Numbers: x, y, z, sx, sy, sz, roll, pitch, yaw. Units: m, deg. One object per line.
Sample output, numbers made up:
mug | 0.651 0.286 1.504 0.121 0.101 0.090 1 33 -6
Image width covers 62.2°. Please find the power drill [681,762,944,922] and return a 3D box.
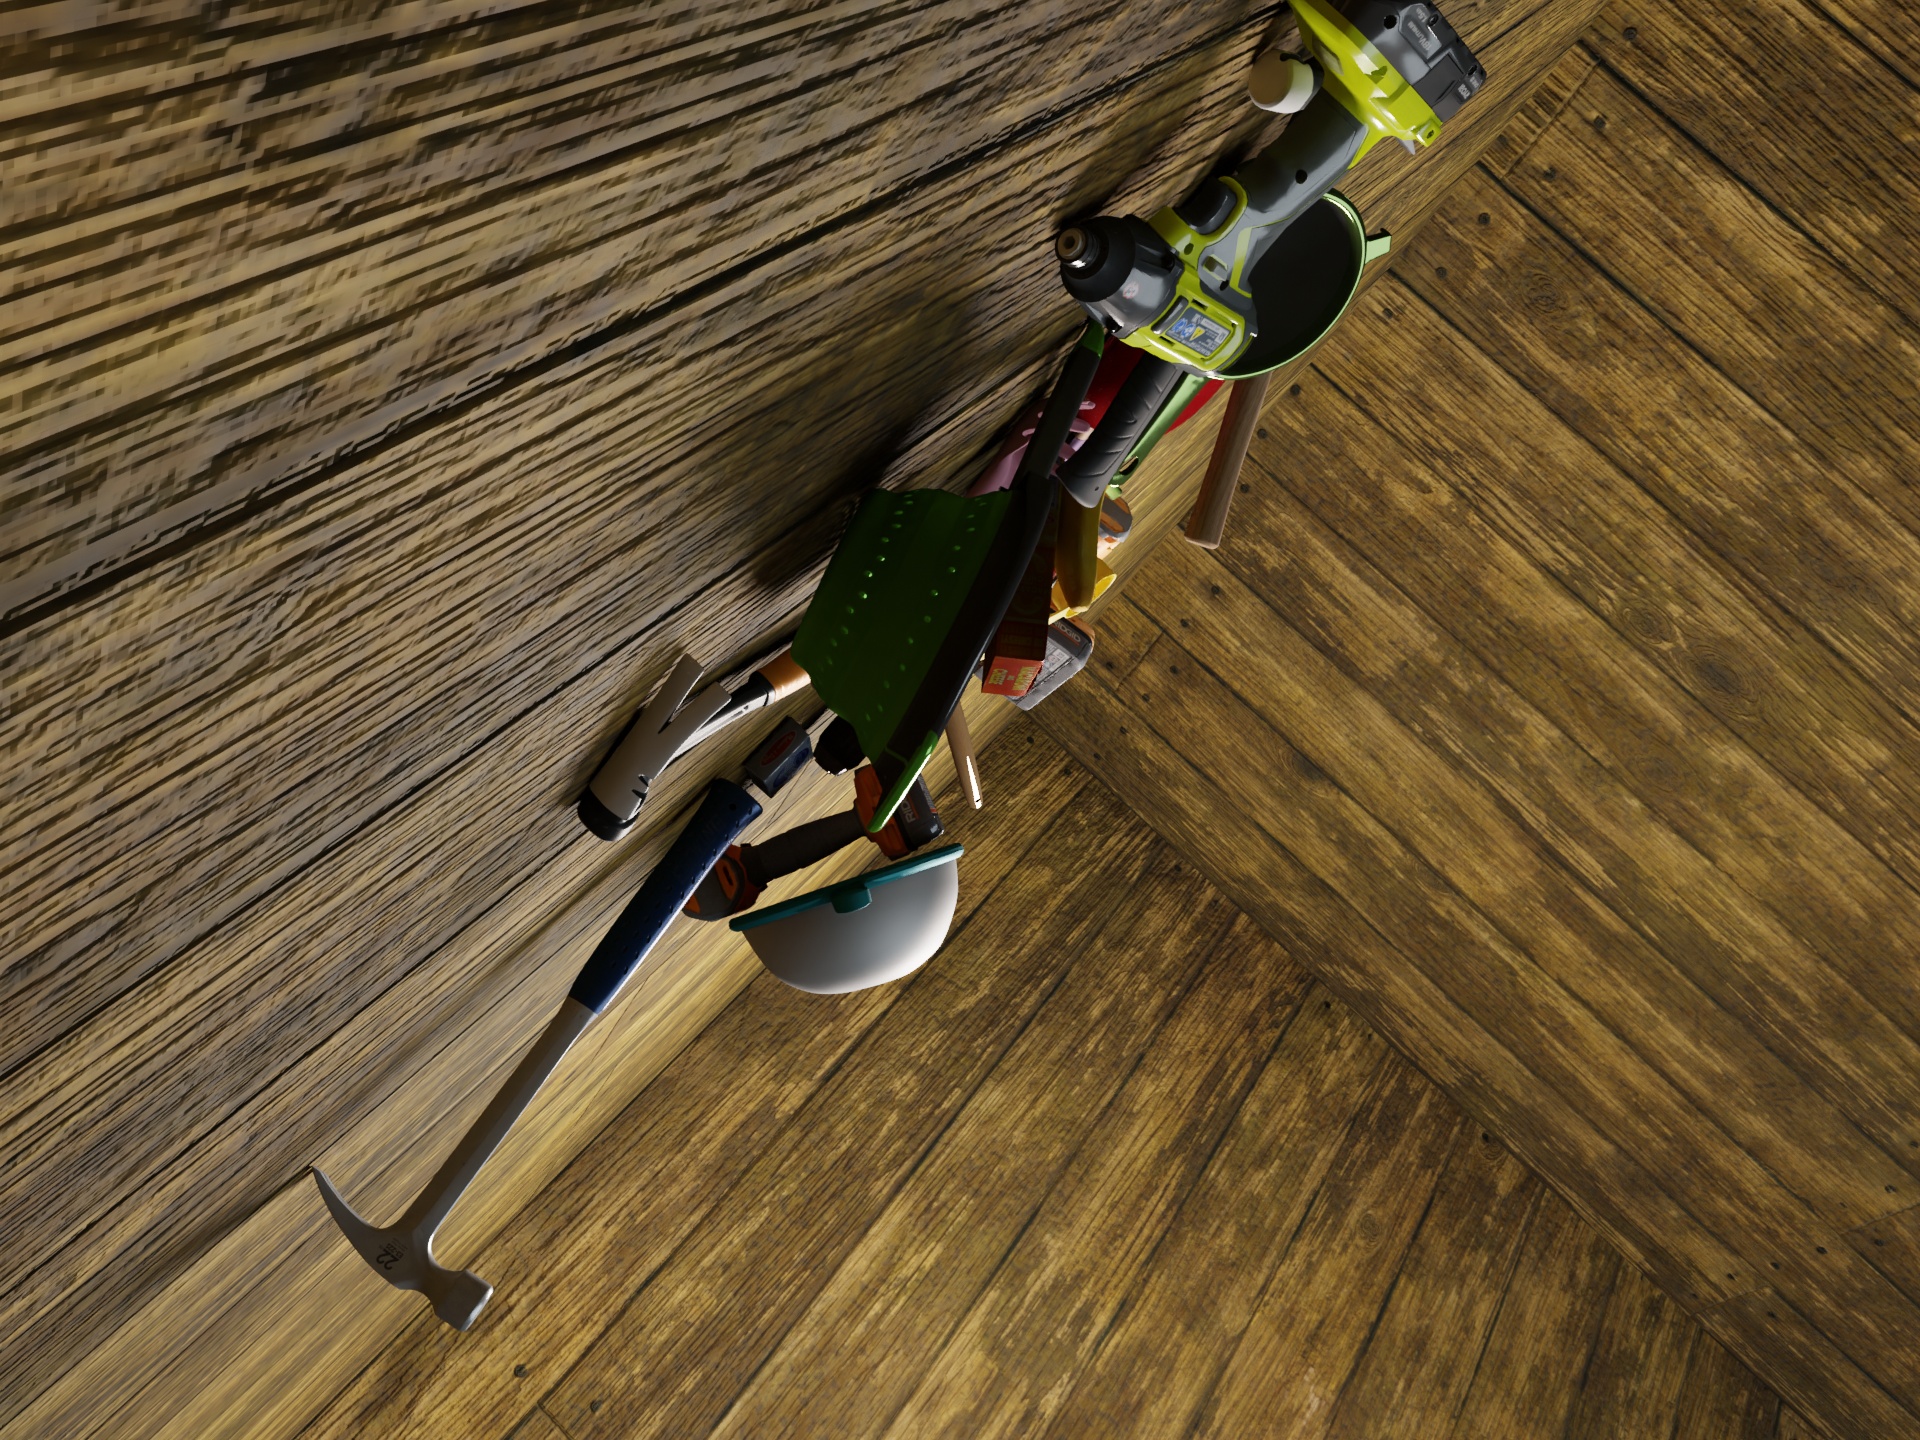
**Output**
power drill | -0.132 0.109 1.397 0.226 0.084 0.164 -23 176 0

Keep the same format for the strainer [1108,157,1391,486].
strainer | 0.169 -0.278 1.117 0.151 0.069 0.256 10 131 -38

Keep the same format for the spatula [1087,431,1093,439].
spatula | 0.185 -0.310 1.377 0.317 0.044 0.082 -43 176 -41

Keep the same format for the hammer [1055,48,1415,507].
hammer | 0.159 -0.267 1.025 0.146 0.035 0.334 -8 144 -41

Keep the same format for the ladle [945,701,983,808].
ladle | -0.002 -0.004 1.177 0.078 0.062 0.319 -30 150 -9

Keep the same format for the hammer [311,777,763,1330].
hammer | -0.276 0.205 1.114 0.406 0.144 0.035 -55 -179 -23

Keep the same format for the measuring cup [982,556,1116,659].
measuring cup | 0.066 -0.094 1.334 0.156 0.029 0.062 -30 167 -29

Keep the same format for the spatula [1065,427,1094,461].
spatula | 0.109 -0.251 1.306 0.060 0.018 0.315 -40 173 -39

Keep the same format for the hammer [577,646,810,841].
hammer | -0.110 -0.033 0.999 0.127 0.034 0.337 -49 176 30

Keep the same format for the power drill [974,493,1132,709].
power drill | 0.084 -0.118 1.637 0.185 0.084 0.226 -39 -158 46

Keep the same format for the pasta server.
pasta server | -0.001 -0.121 1.047 0.316 0.040 0.060 -53 163 -35

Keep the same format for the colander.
colander | -0.007 -0.126 0.948 0.397 0.094 0.204 -67 -174 -35

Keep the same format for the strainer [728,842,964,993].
strainer | -0.080 0.175 1.298 0.211 0.095 0.340 -18 177 -6

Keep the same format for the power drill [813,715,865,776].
power drill | -0.059 -0.028 1.306 0.188 0.080 0.226 -47 179 1

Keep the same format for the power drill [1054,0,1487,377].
power drill | 0.157 -0.294 0.848 0.223 0.080 0.171 -47 152 23

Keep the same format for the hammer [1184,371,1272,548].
hammer | 0.234 -0.293 1.218 0.130 0.031 0.331 -39 146 -83
